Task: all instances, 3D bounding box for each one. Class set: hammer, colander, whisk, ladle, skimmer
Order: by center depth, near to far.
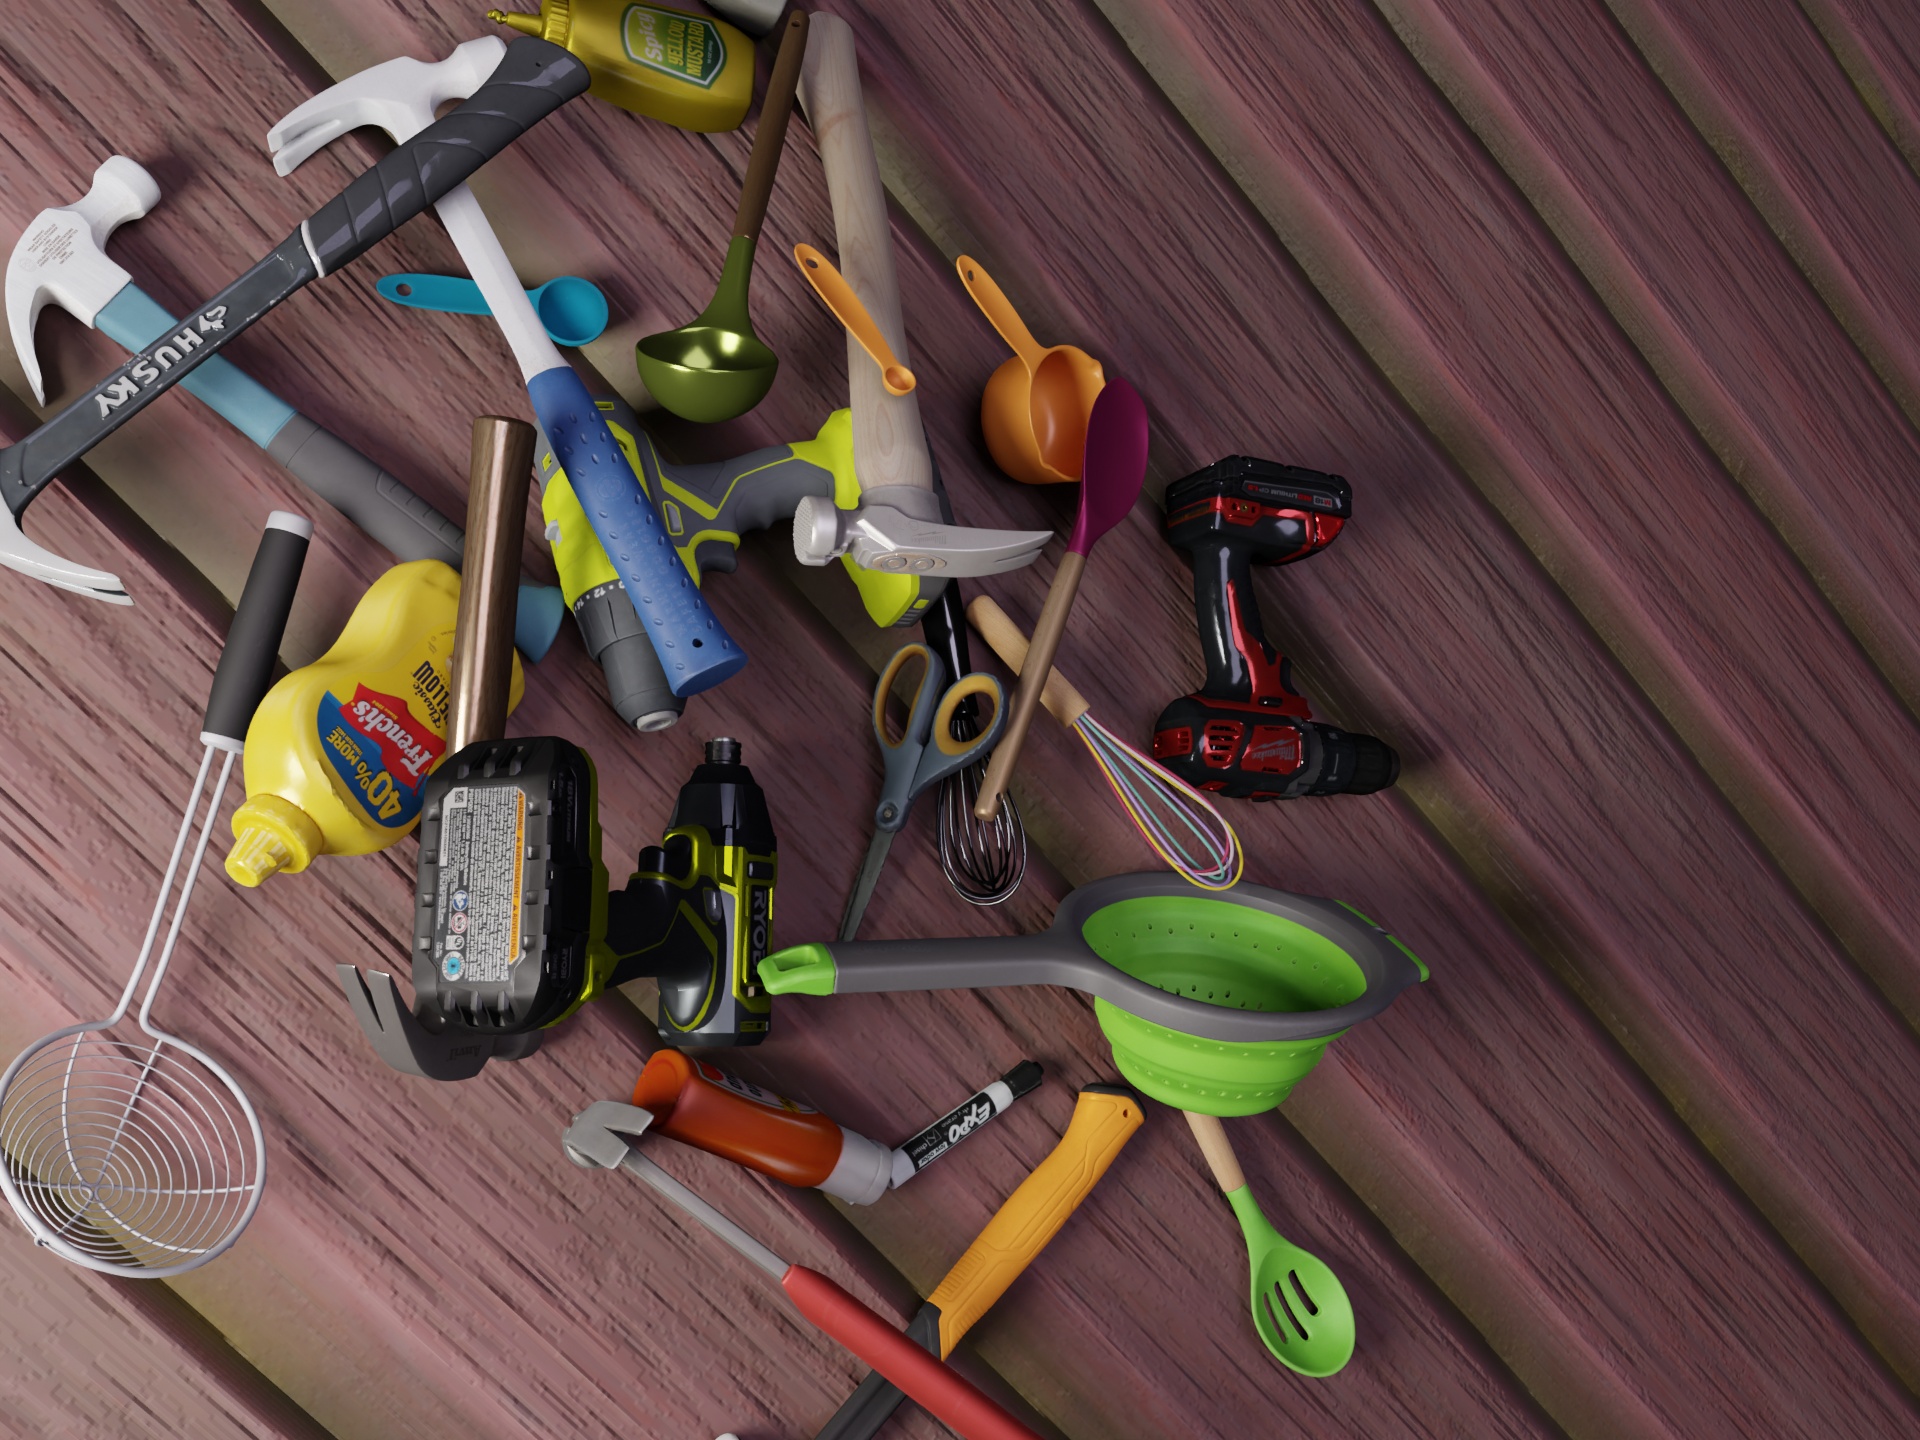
[{"bbox_3d":[-0.355,0.070,0.759,0.127,0.090,0.363,26,71,-47],"label":"skimmer"},{"bbox_3d":[-0.244,0.013,0.794,0.130,0.031,0.331,9,85,-69],"label":"hammer"},{"bbox_3d":[-0.340,-0.226,0.808,0.149,0.036,0.409,41,67,1],"label":"hammer"},{"bbox_3d":[-0.053,0.314,0.826,0.359,0.149,0.037,40,67,-10],"label":"hammer"},{"bbox_3d":[-0.350,-0.147,0.851,0.330,0.033,0.128,39,64,-15],"label":"hammer"},{"bbox_3d":[-0.232,-0.192,0.859,0.144,0.035,0.406,-26,78,-19],"label":"hammer"},{"bbox_3d":[0.003,0.346,0.926,0.337,0.034,0.127,-44,99,-27],"label":"hammer"},{"bbox_3d":[0.075,0.171,0.928,0.397,0.205,0.094,1,108,-20],"label":"colander"},{"bbox_3d":[-0.122,-0.307,0.930,0.078,0.062,0.320,9,65,0],"label":"ladle"},{"bbox_3d":[-0.047,-0.270,0.966,0.146,0.038,0.411,1,64,-22],"label":"hammer"},{"bbox_3d":[-0.002,-0.003,0.993,0.055,0.055,0.239,-4,76,-27],"label":"whisk"},{"bbox_3d":[0.092,0.013,1.018,0.047,0.051,0.245,-42,86,-3],"label":"whisk"}]

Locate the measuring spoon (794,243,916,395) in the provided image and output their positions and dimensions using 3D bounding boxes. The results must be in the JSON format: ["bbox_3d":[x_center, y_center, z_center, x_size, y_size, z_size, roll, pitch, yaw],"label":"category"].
[{"bbox_3d":[-0.063,-0.229,0.912,0.021,0.011,0.117,-24,72,-35],"label":"measuring spoon"}]

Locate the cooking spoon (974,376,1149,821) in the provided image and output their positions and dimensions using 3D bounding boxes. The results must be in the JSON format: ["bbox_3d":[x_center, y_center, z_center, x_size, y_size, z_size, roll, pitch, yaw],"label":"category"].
[{"bbox_3d":[0.064,-0.081,1.002,0.068,0.017,0.319,40,60,-41],"label":"cooking spoon"}]

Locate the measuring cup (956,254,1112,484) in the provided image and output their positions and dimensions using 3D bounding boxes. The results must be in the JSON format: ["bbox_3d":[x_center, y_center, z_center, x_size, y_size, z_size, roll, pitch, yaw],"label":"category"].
[{"bbox_3d":[0.031,-0.224,1.020,0.173,0.052,0.095,48,57,-34],"label":"measuring cup"}]

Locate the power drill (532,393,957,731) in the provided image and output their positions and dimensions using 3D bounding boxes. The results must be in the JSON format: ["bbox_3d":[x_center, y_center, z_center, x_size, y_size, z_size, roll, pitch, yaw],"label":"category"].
[{"bbox_3d":[-0.121,-0.099,0.921,0.228,0.080,0.191,-10,74,-27],"label":"power drill"}]

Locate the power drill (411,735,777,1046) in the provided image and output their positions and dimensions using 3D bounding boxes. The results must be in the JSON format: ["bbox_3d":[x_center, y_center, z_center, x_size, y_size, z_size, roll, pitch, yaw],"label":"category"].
[{"bbox_3d":[-0.170,0.082,0.816,0.223,0.080,0.171,21,67,-64],"label":"power drill"}]

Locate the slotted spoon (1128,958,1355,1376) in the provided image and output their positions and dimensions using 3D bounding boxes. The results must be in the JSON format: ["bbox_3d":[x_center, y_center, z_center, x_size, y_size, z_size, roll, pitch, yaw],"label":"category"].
[{"bbox_3d":[0.168,0.277,1.029,0.070,0.031,0.314,-26,90,-29],"label":"slotted spoon"}]

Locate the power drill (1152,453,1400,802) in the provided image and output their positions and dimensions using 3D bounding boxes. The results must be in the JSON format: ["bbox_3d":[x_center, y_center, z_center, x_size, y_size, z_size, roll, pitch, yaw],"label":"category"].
[{"bbox_3d":[0.223,-0.055,1.099,0.187,0.080,0.227,6,80,-26],"label":"power drill"}]

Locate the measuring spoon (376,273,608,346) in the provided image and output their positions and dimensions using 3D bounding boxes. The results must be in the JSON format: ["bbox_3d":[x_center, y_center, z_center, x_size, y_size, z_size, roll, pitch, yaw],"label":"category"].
[{"bbox_3d":[-0.271,-0.240,0.923,0.128,0.021,0.042,4,79,-17],"label":"measuring spoon"}]
